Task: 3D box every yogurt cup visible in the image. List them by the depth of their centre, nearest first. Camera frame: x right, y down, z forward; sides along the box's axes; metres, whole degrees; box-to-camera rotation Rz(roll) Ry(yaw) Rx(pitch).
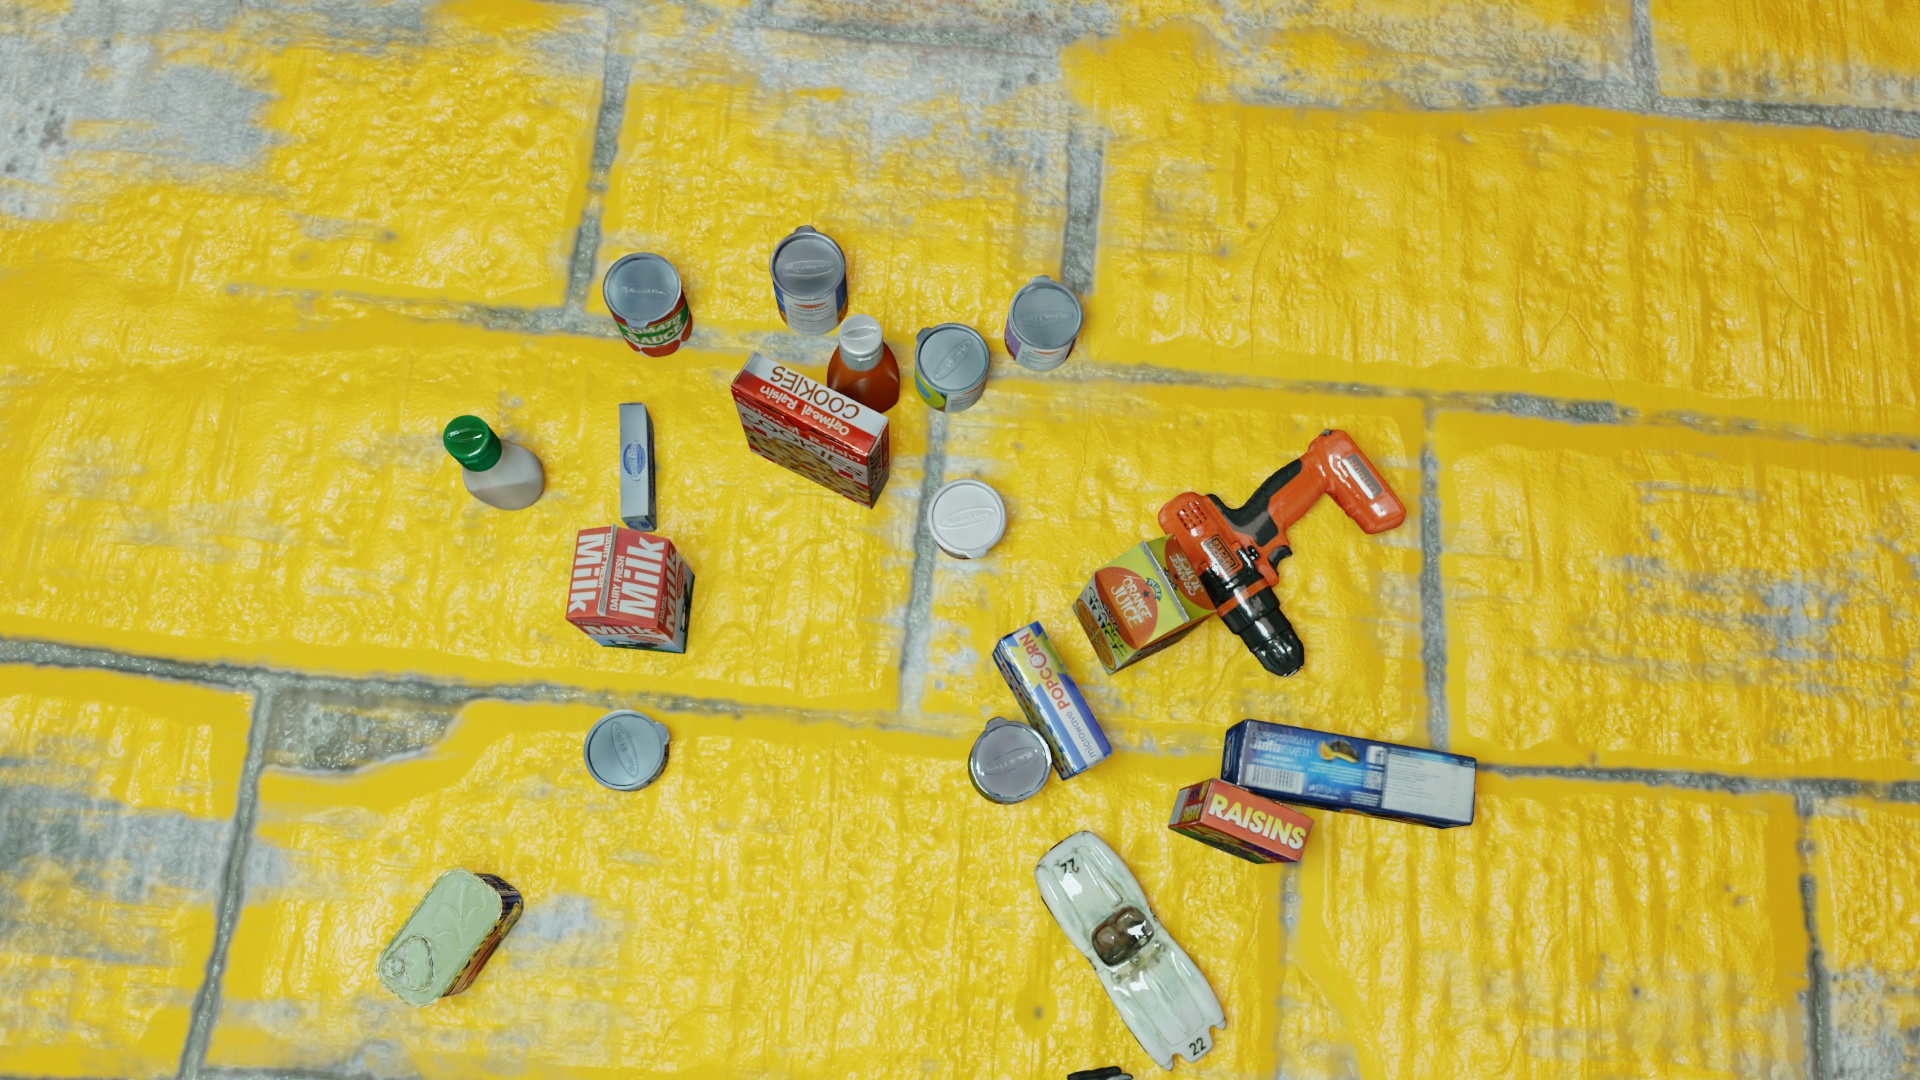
[{"bbox_3d":[0.004,-0.015,1.209,0.072,0.054,0.072,1,76,-3],"label":"yogurt cup"}]

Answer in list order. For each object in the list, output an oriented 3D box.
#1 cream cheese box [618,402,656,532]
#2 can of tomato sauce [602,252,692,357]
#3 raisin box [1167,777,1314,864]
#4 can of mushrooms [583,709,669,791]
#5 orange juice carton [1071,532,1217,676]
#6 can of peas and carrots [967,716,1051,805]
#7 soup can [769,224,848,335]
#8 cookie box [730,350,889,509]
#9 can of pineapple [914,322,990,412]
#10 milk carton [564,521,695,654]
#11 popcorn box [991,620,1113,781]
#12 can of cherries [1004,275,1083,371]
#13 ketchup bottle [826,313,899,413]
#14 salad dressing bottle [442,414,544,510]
[{"bbox_3d":[-0.280,-0.063,1.205,0.024,0.053,0.104,-4,76,-4],"label":"cream cheese box"},{"bbox_3d":[-0.274,-0.205,1.227,0.071,0.083,0.071,1,76,-3],"label":"can of tomato sauce"},{"bbox_3d":[0.224,0.228,1.123,0.086,0.123,0.040,22,76,3],"label":"raisin box"},{"bbox_3d":[-0.275,0.175,1.156,0.071,0.033,0.071,1,76,-3],"label":"can of mushrooms"},{"bbox_3d":[0.149,0.051,1.128,0.073,0.192,0.072,-25,79,-9],"label":"orange juice carton"},{"bbox_3d":[0.038,0.184,1.158,0.071,0.058,0.071,1,76,-3],"label":"can of peas and carrots"},{"bbox_3d":[-0.134,-0.231,1.241,0.071,0.083,0.071,1,76,-3],"label":"soup can"},{"bbox_3d":[-0.122,-0.087,1.162,0.123,0.167,0.040,26,76,3],"label":"cookie box"},{"bbox_3d":[-0.009,-0.155,1.242,0.071,0.057,0.071,1,76,-3],"label":"can of pineapple"},{"bbox_3d":[-0.264,0.041,1.109,0.073,0.190,0.072,5,76,-2],"label":"milk carton"},{"bbox_3d":[0.075,0.135,1.158,0.038,0.085,0.127,-28,79,-9],"label":"popcorn box"},{"bbox_3d":[0.074,-0.196,1.256,0.071,0.058,0.071,1,76,-3],"label":"can of cherries"},{"bbox_3d":[-0.084,-0.148,1.189,0.065,0.148,0.043,-12,77,-6],"label":"ketchup bottle"},{"bbox_3d":[-0.388,-0.064,1.151,0.064,0.147,0.044,-10,77,-5],"label":"salad dressing bottle"}]
